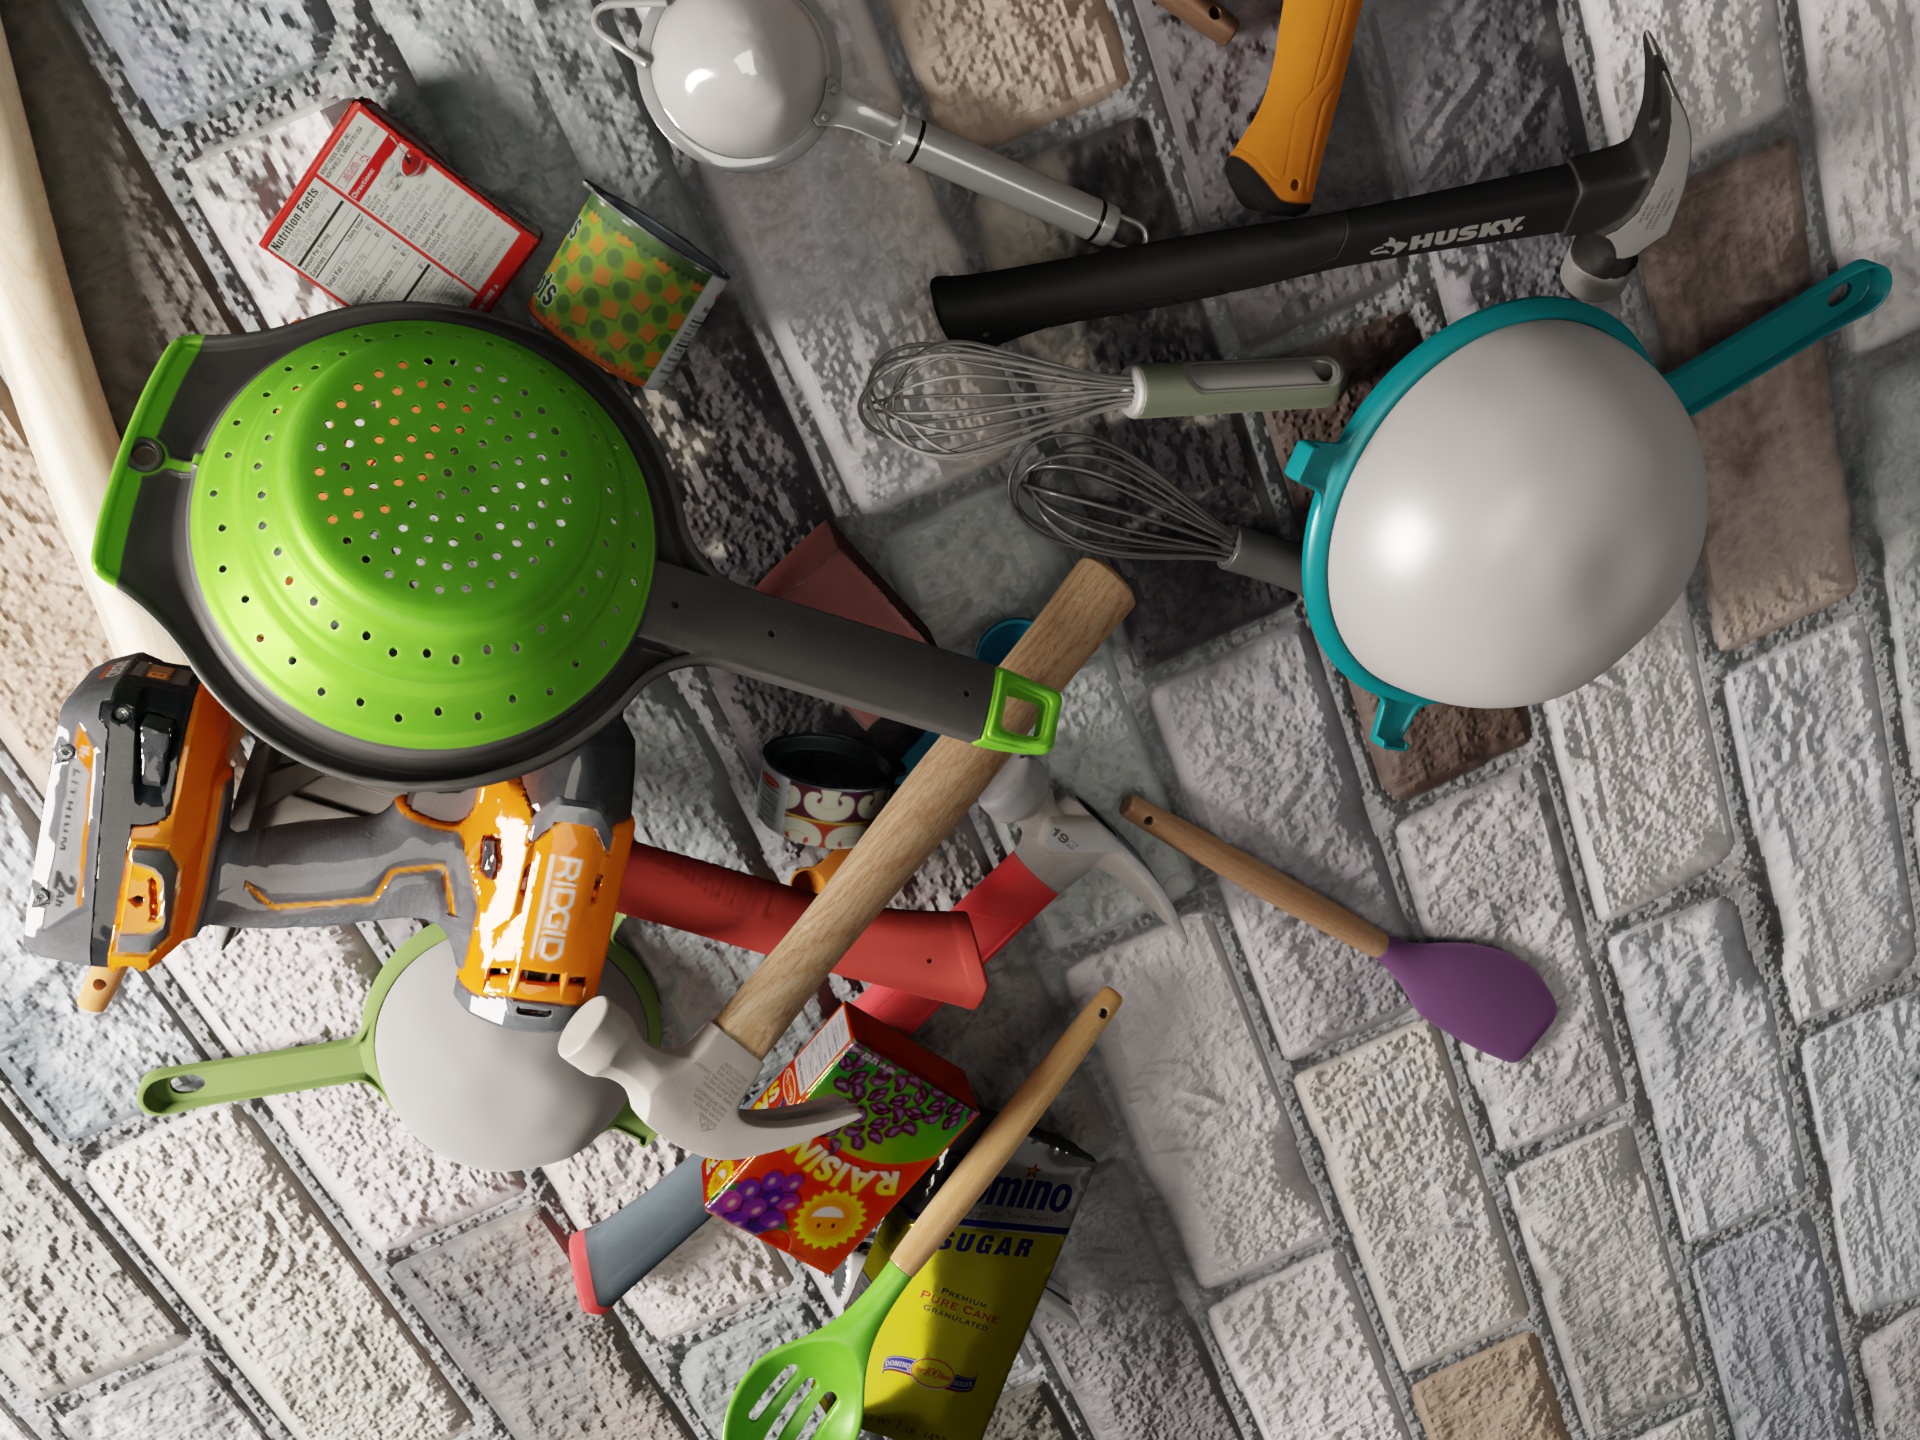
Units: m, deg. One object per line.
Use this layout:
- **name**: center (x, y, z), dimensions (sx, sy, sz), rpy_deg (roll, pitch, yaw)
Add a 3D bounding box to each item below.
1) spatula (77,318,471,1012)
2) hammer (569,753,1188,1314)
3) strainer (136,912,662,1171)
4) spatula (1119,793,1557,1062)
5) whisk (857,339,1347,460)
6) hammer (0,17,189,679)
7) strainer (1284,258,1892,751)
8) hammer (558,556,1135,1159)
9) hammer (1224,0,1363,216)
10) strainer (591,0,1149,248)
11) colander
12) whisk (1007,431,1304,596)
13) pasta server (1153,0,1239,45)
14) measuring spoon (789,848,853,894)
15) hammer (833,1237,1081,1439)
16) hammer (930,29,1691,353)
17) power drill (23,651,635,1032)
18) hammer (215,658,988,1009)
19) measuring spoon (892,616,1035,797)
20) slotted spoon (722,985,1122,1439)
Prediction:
- **spatula**: center (-0.313, -0.013, 0.690), dimensions (0.081, 0.041, 0.322), rpy_deg (26, 95, -17)
- **hammer**: center (-0.056, 0.191, 0.853), dimensions (0.386, 0.038, 0.143), rpy_deg (-44, 114, 8)
- **strainer**: center (-0.277, 0.179, 0.788), dimensions (0.256, 0.069, 0.151), rpy_deg (-7, 112, -10)
- **spatula**: center (0.216, 0.113, 0.883), dimensions (0.315, 0.018, 0.059), rpy_deg (28, 103, -21)
- **whisk**: center (0.071, -0.150, 0.721), dimensions (0.246, 0.058, 0.059), rpy_deg (-7, 154, -21)
- **hammer**: center (-0.388, -0.165, 0.650), dimensions (0.146, 0.038, 0.410), rpy_deg (-10, 113, -5)
- **strainer**: center (0.329, -0.117, 0.754), dimensions (0.340, 0.095, 0.210), rpy_deg (-31, 127, -4)
- **hammer**: center (-0.027, 0.058, 0.735), dimensions (0.130, 0.031, 0.331), rpy_deg (45, 77, -24)
- **hammer**: center (0.175, -0.384, 0.664), dimensions (0.127, 0.034, 0.336), rpy_deg (0, 115, -24)
- **strainer**: center (-0.029, -0.255, 0.682), dimensions (0.258, 0.050, 0.087), rpy_deg (17, 93, -20)
- **colander**: center (-0.124, -0.057, 0.631), dimensions (0.397, 0.094, 0.205), rpy_deg (16, 74, -18)
- **whisk**: center (0.133, -0.088, 0.776), dimensions (0.238, 0.055, 0.055), rpy_deg (14, 108, -20)
- **pasta server**: center (-0.011, -0.368, 0.640), dimensions (0.316, 0.040, 0.060), rpy_deg (27, 92, -20)
- **measuring spoon**: center (-0.040, 0.055, 0.818), dimensions (0.117, 0.011, 0.021), rpy_deg (-37, 103, 1)
- **hammer**: center (-0.046, 0.492, 0.976), dimensions (0.149, 0.036, 0.408), rpy_deg (10, 110, -15)
- **hammer**: center (0.152, -0.213, 0.703), dimensions (0.335, 0.146, 0.035), rpy_deg (-10, 69, 1)
- **power drill**: center (-0.251, 0.038, 0.669), dimensions (0.226, 0.084, 0.164), rpy_deg (11, 101, -21)
- **hammer**: center (-0.160, 0.084, 0.760), dimensions (0.359, 0.037, 0.149), rpy_deg (18, 98, -10)
- **measuring spoon**: center (-0.001, -0.003, 0.798), dimensions (0.042, 0.021, 0.128), rpy_deg (38, 105, -19)
- **slotted spoon**: center (-0.013, 0.267, 0.832), dimensions (0.070, 0.031, 0.314), rpy_deg (41, 79, -8)
